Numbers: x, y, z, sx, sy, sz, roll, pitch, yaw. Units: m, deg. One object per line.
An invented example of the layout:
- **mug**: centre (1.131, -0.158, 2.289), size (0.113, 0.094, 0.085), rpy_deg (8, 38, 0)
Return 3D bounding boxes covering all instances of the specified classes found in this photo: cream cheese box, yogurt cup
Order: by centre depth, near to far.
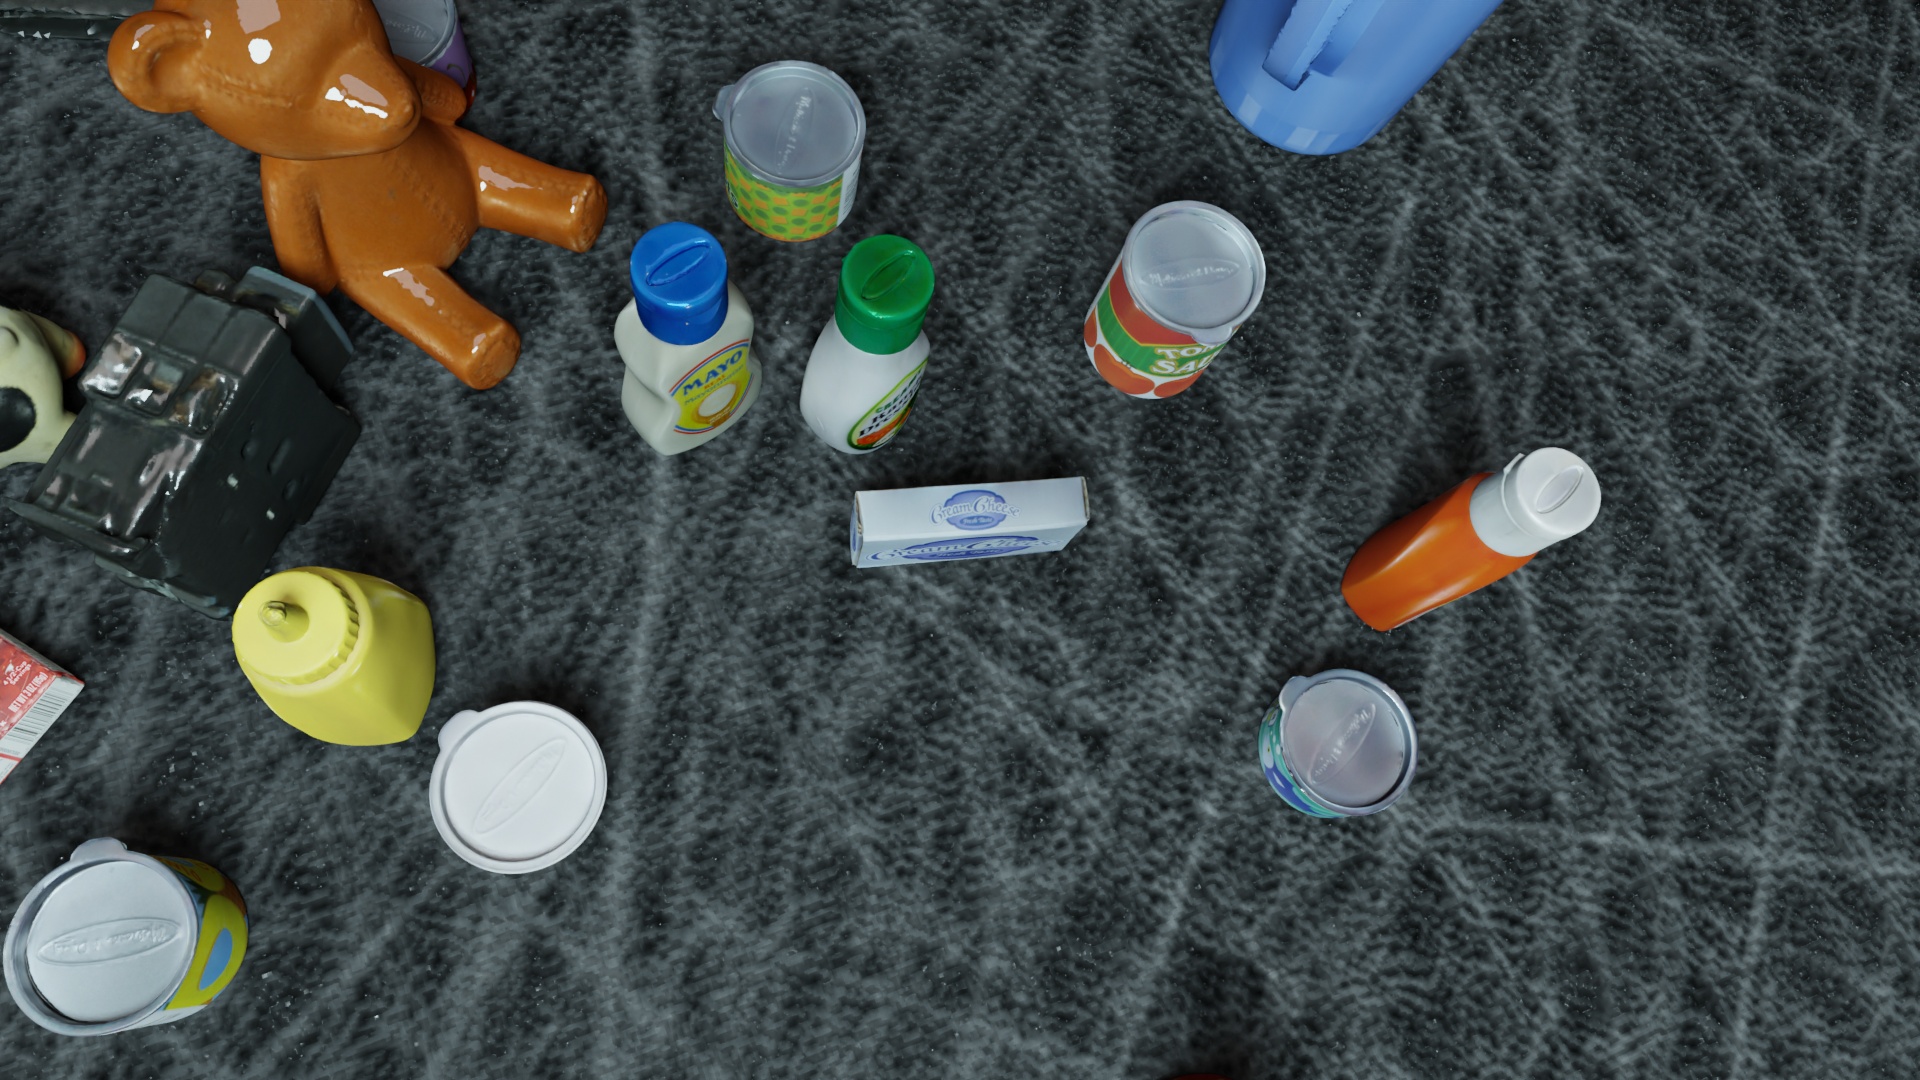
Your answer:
- **yogurt cup**: centre (-0.179, 0.103, 0.574), size (0.072, 0.053, 0.072), rpy_deg (2, 74, -8)
- **cream cheese box**: centre (0.002, -0.008, 0.632), size (0.104, 0.053, 0.024), rpy_deg (-4, 76, -10)

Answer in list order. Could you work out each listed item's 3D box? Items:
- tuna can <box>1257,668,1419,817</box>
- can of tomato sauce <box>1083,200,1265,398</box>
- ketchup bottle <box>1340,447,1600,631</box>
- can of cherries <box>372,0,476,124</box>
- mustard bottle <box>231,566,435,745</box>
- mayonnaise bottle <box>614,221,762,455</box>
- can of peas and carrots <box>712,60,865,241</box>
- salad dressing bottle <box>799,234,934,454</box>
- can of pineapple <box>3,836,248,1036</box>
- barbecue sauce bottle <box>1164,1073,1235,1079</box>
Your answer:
- **tuna can**: centre (0.171, 0.093, 0.640), size (0.071, 0.032, 0.071), rpy_deg (2, 74, -8)
- **can of tomato sauce**: centre (0.100, -0.110, 0.660), size (0.071, 0.083, 0.071), rpy_deg (2, 75, -8)
- **ketchup bottle**: centre (0.223, -0.002, 0.613), size (0.065, 0.148, 0.043), rpy_deg (-41, 84, -16)
- **can of cherries**: centre (-0.265, -0.233, 0.653), size (0.071, 0.058, 0.071), rpy_deg (2, 74, -8)
- **mustard bottle**: centre (-0.239, 0.040, 0.528), size (0.049, 0.159, 0.065), rpy_deg (3, 75, -8)
- **mayonnaise bottle**: centre (-0.115, -0.084, 0.587), size (0.065, 0.147, 0.041), rpy_deg (-36, 83, -16)
- **can of peas and carrots**: centre (-0.083, -0.186, 0.667), size (0.071, 0.058, 0.071), rpy_deg (2, 74, -8)
- **salad dressing bottle**: centre (-0.038, -0.082, 0.598), size (0.044, 0.147, 0.064), rpy_deg (45, 74, 5)
- **can of pineapple**: centre (-0.319, 0.153, 0.537), size (0.071, 0.057, 0.071), rpy_deg (2, 74, -8)
- **barbecue sauce bottle**: centre (0.103, 0.236, 0.529), size (0.065, 0.148, 0.044), rpy_deg (-18, 78, -12)
